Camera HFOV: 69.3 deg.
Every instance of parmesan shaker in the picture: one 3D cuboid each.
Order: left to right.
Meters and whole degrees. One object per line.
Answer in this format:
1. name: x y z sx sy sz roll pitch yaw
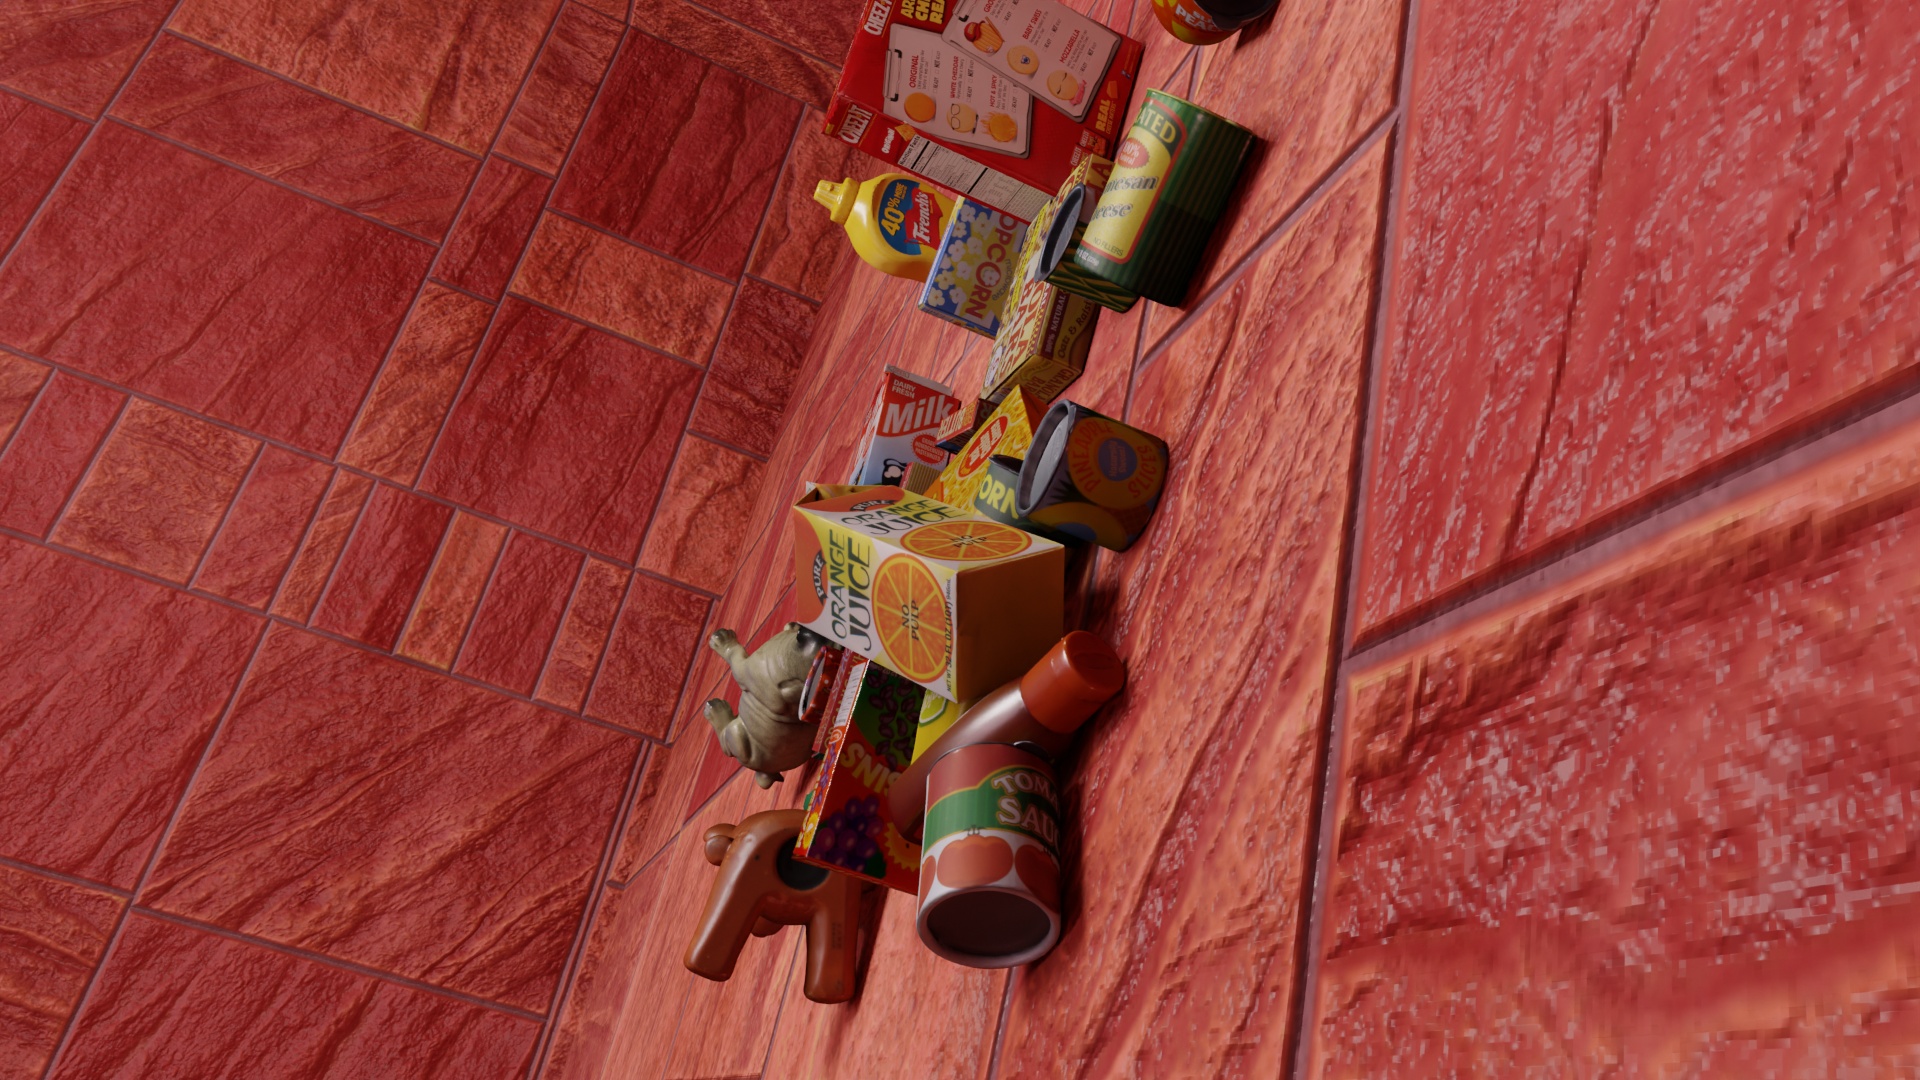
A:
1. parmesan shaker: 0.114 -0.188 0.771 0.071 0.071 0.102 -108 40 -70

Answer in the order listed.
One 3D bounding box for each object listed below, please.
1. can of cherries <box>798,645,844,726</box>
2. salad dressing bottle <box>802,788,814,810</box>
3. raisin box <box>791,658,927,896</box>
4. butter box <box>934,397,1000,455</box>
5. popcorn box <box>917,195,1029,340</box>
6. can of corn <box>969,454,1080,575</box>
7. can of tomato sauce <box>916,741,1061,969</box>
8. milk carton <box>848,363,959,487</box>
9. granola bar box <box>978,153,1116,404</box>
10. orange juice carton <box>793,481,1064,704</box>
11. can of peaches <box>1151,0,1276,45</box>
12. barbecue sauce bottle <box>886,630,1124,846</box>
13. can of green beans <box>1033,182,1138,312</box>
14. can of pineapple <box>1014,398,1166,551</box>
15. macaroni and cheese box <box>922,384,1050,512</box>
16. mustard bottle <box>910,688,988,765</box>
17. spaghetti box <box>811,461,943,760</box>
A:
1. can of cherries: -0.096 0.124 1.153 0.071 0.058 0.071 -158 88 -77
2. salad dressing bottle: -0.085 0.192 1.044 0.147 0.044 0.064 136 152 -64
3. raisin box: -0.041 0.144 0.837 0.040 0.086 0.124 149 140 -67
4. butter box: 0.020 -0.077 1.006 0.103 0.053 0.024 164 123 -74
5. popcorn box: 0.026 -0.237 1.158 0.038 0.085 0.126 -161 91 -78
6. can of corn: 0.036 -0.011 0.798 0.071 0.071 0.058 -117 48 -73
7. can of tomato sauce: 0.016 0.146 0.651 0.083 0.071 0.070 -86 21 -49
8. milk carton: -0.054 -0.081 1.270 0.073 0.072 0.191 127 160 -51
9. granola bar box: 0.066 -0.178 1.005 0.124 0.039 0.166 143 145 -67
10. orange juice carton: -0.033 0.020 0.771 0.193 0.073 0.071 20 117 48
11. can of peaches: 0.153 -0.335 0.835 0.058 0.071 0.071 -156 87 -77
12. barbecue sauce bottle: 0.025 0.102 0.700 0.147 0.065 0.044 -49 47 35
13. can of green beans: 0.089 -0.185 0.882 0.071 0.058 0.071 -158 88 -77
14. can of pineapple: 0.069 -0.034 0.729 0.071 0.058 0.071 -158 88 -77
15. macaroni and cheese box: 0.003 -0.011 0.910 0.166 0.040 0.124 -48 19 17
16. mustard bottle: 0.002 0.107 0.800 0.065 0.049 0.161 -34 37 62
17. spaghetti box: -0.056 0.060 1.109 0.028 0.050 0.250 152 137 -73
